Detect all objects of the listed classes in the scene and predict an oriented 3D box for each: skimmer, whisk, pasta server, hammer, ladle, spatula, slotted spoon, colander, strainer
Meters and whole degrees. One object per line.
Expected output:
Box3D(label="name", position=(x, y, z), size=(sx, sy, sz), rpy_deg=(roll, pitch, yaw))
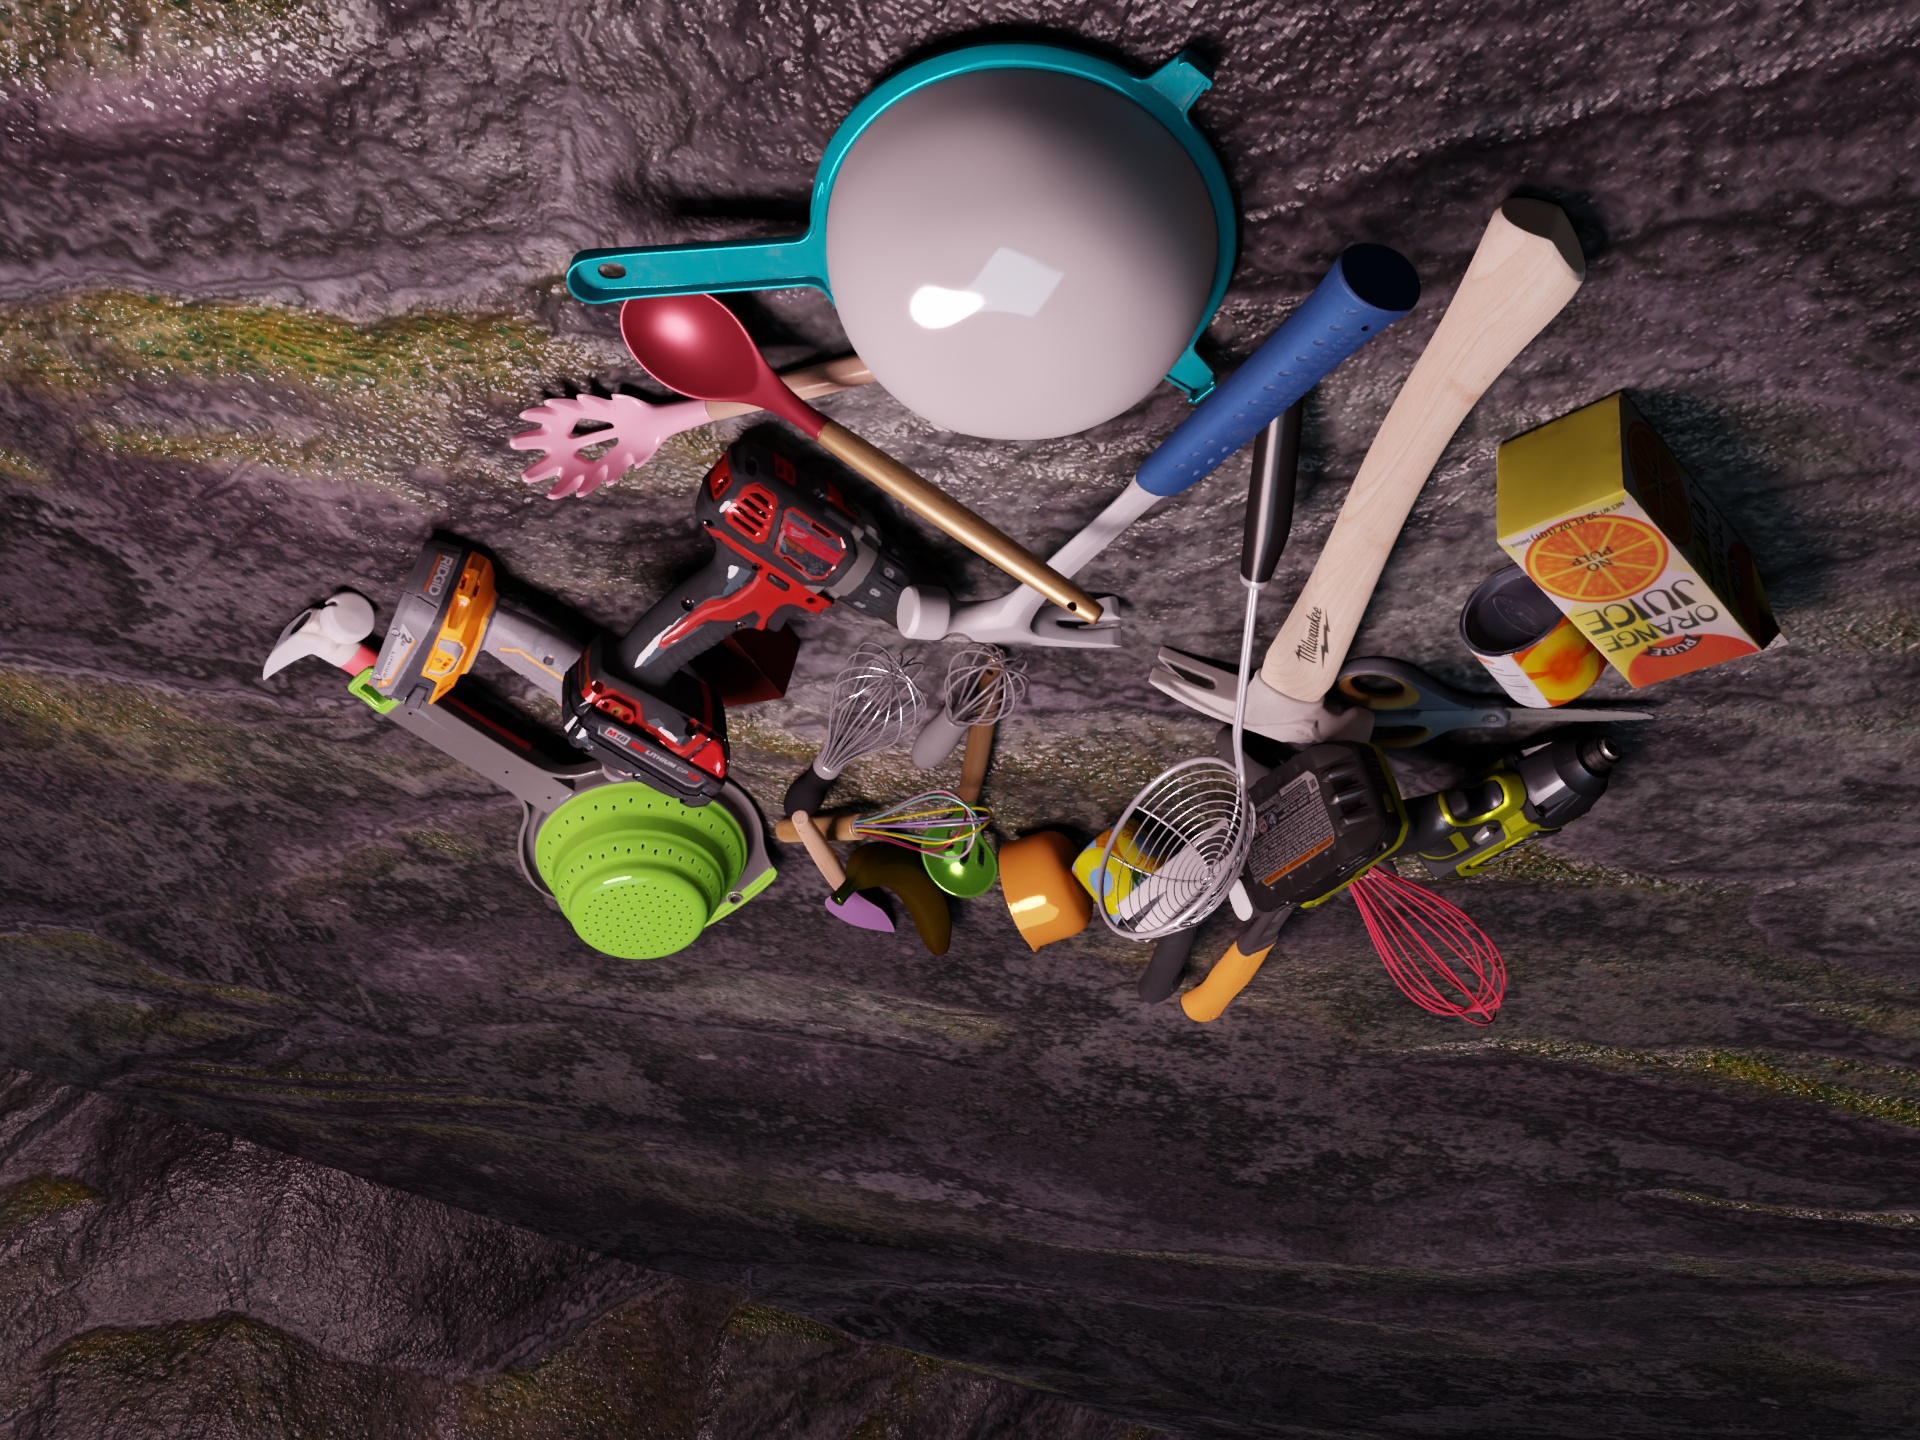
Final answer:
Box3D(label="skimmer", position=(0.138, -0.029, 0.930), size=(0.090, 0.127, 0.363), rpy_deg=(-3, 124, -6))
Box3D(label="whisk", position=(-0.002, -0.002, 1.106), size=(0.055, 0.055, 0.239), rpy_deg=(19, 160, -8))
Box3D(label="pasta server", position=(-0.125, -0.185, 0.919), size=(0.316, 0.040, 0.060), rpy_deg=(-8, 108, 26))
Box3D(label="hammer", position=(0.245, 0.184, 1.308), size=(0.127, 0.034, 0.336), rpy_deg=(-14, 156, -13))
Box3D(label="whisk", position=(-0.090, 0.019, 1.196), size=(0.070, 0.070, 0.284), rpy_deg=(22, 151, -12))
Box3D(label="ladle", position=(-0.053, -0.145, 0.872), size=(0.315, 0.031, 0.069), rpy_deg=(35, 134, 7))
Box3D(label="hammer", position=(0.104, -0.122, 0.844), size=(0.144, 0.035, 0.405), rpy_deg=(4, 160, -23))
Box3D(label="spatula", position=(-0.105, 0.135, 1.350), size=(0.060, 0.018, 0.315), rpy_deg=(9, 159, 10))
Box3D(label="slotted spoon", position=(0.011, 0.044, 1.216), size=(0.070, 0.031, 0.313), rpy_deg=(26, 146, 12))
Box3D(label="colander", position=(-0.318, 0.090, 1.275), size=(0.204, 0.095, 0.396), rpy_deg=(-35, 128, 22))
Box3D(label="hammer", position=(0.176, 0.167, 1.278), size=(0.035, 0.146, 0.334), rpy_deg=(49, 162, 20))
Box3D(label="strainer", position=(-0.037, -0.204, 0.775), size=(0.340, 0.095, 0.210), rpy_deg=(-1, 142, 9))
Box3D(label="whisk", position=(-0.069, 0.084, 1.263), size=(0.245, 0.047, 0.051), rpy_deg=(-6, 143, 45))
Box3D(label="hammer", position=(-0.384, 0.029, 1.324), size=(0.143, 0.038, 0.386), rpy_deg=(-20, 134, 42))
Box3D(label="whisk", position=(0.285, 0.110, 1.130), size=(0.295, 0.073, 0.073), rpy_deg=(45, 139, -8))
Box3D(label="hammer", position=(0.222, -0.118, 0.890), size=(0.146, 0.038, 0.410), rpy_deg=(21, 145, 5))

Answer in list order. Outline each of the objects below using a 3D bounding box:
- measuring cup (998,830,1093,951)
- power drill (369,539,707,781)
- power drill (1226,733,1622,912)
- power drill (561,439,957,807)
Box3D(label="measuring cup", position=(0.088, 0.143, 1.304), size=(0.052, 0.095, 0.173), rpy_deg=(-20, 157, 19))
Box3D(label="power drill", position=(-0.305, -0.029, 1.167), size=(0.226, 0.084, 0.164), rpy_deg=(22, 140, -19))
Box3D(label="power drill", position=(0.302, 0.058, 1.028), size=(0.223, 0.080, 0.171), rpy_deg=(-4, 156, -28))
Box3D(label="power drill", position=(-0.128, -0.051, 1.021), size=(0.187, 0.080, 0.226), rpy_deg=(32, 112, -30))
